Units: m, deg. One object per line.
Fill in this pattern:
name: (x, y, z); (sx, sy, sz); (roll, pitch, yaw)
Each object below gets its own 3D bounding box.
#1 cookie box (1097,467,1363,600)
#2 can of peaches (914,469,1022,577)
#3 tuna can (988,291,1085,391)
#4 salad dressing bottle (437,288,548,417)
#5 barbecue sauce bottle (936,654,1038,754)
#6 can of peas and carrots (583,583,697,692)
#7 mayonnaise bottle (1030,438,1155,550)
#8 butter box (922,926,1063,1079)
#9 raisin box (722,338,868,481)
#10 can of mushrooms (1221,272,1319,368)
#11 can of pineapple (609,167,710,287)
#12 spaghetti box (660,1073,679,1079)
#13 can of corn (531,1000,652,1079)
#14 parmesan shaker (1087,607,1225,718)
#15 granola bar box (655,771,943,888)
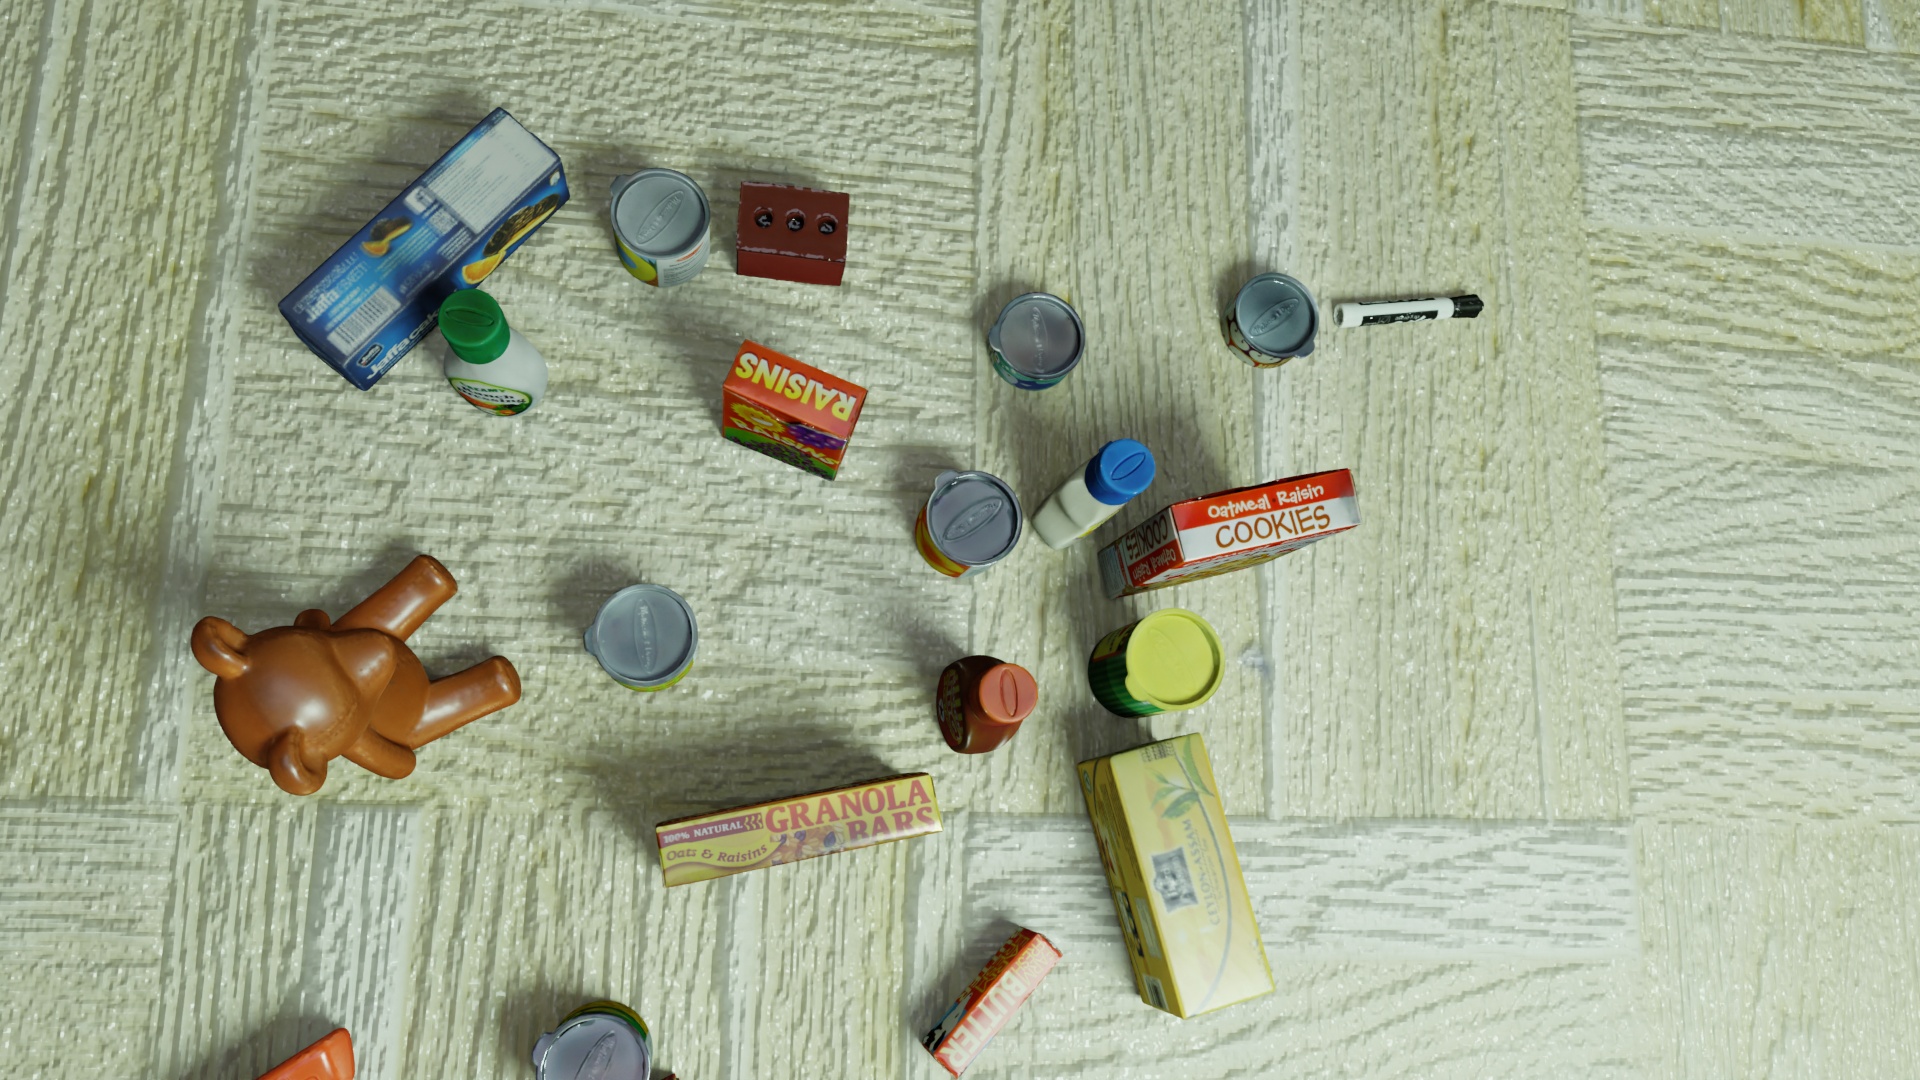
cookie box: (0.174, -0.003, 0.931); (0.123, 0.167, 0.040); (-12, 82, -12)
can of peaches: (0.003, -0.012, 0.958); (0.071, 0.058, 0.071); (2, 79, -10)
tuna can: (0.052, -0.143, 1.006); (0.071, 0.032, 0.071); (2, 79, -10)
salad dressing bottle: (-0.299, -0.118, 0.878); (0.064, 0.147, 0.044); (12, 78, -8)
barbecue sauce bottle: (0.017, 0.103, 0.891); (0.044, 0.148, 0.065); (-4, 80, -11)
can of peas and carrots: (-0.207, 0.065, 0.905); (0.071, 0.058, 0.071); (2, 79, -10)
mayonnaise bottle: (0.091, -0.033, 0.932); (0.065, 0.147, 0.041); (-37, 88, -14)
butter box: (0.020, 0.298, 0.902); (0.024, 0.053, 0.104); (44, 75, 0)
raisin box: (-0.112, -0.083, 0.918); (0.086, 0.123, 0.040); (23, 77, -5)
can of mushrooms: (0.233, -0.162, 1.042); (0.071, 0.033, 0.071); (2, 79, -10)
can of pineapple: (-0.207, -0.217, 0.961); (0.071, 0.057, 0.071); (2, 79, -10)
spaghetti box: (-0.141, 0.451, 0.845); (0.029, 0.050, 0.250); (-22, 83, -13)
can of corn: (-0.225, 0.319, 0.852); (0.071, 0.058, 0.071); (2, 79, -10)
parmesan shaker: (0.127, 0.086, 0.938); (0.071, 0.103, 0.071); (2, 79, -10)
granola bar box: (-0.103, 0.178, 0.867); (0.166, 0.124, 0.039); (-9, 81, -12)
